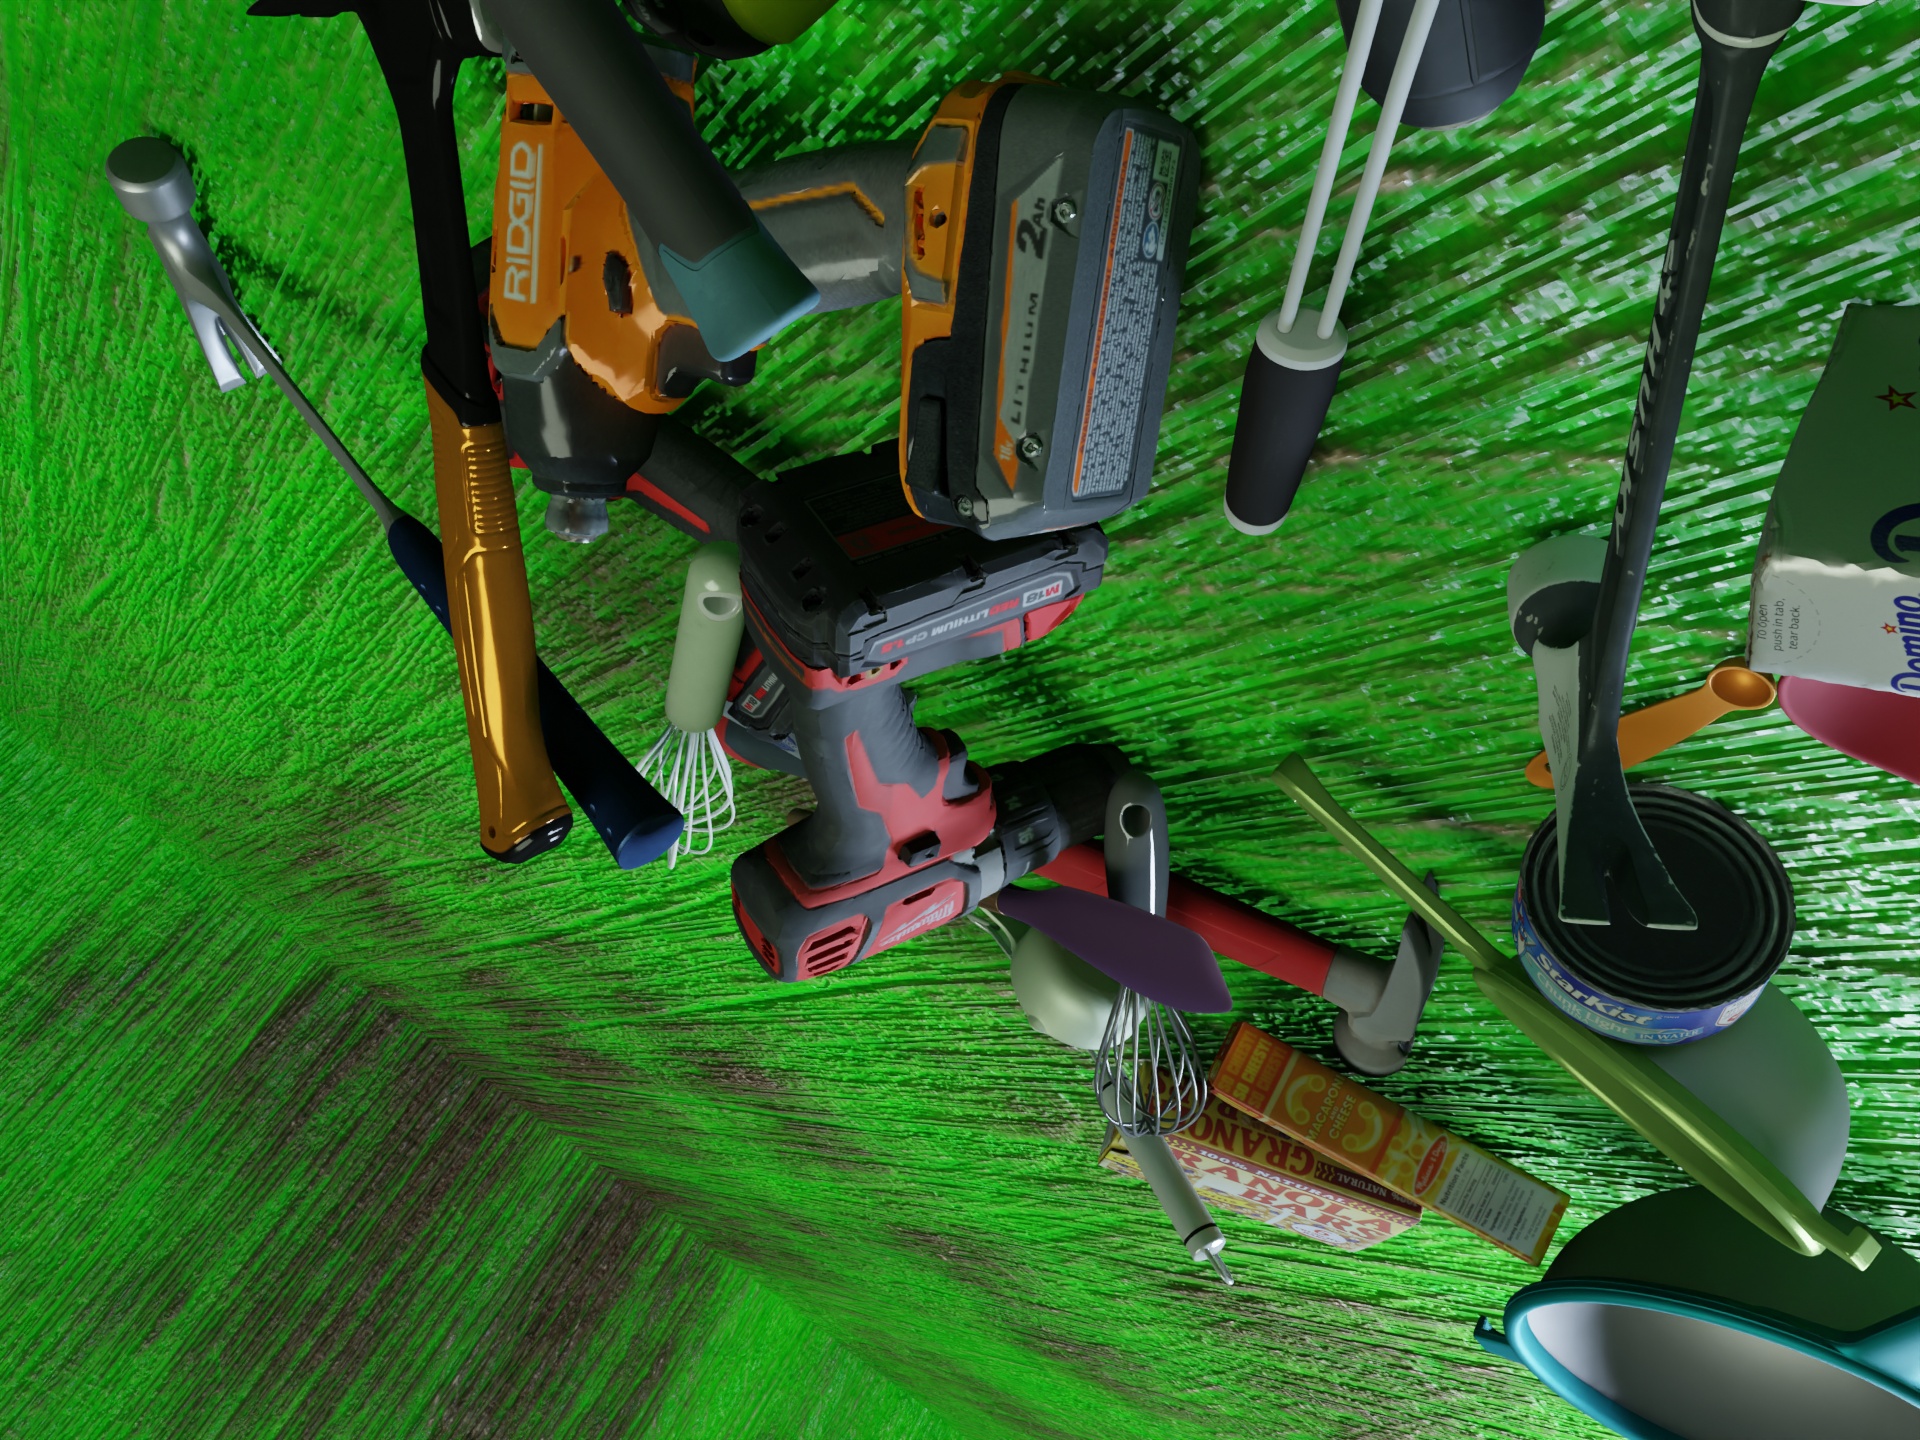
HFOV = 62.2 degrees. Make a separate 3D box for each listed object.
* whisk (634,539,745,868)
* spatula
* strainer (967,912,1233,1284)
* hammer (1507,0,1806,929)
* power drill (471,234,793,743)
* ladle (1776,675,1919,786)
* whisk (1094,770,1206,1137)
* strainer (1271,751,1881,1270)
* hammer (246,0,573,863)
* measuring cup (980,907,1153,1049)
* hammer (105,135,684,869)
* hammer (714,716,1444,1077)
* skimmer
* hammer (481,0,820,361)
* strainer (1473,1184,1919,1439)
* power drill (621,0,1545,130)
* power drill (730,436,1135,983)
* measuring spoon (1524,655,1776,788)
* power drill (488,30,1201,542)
[{"bbox_3d":[-0.115,-0.002,0.682,0.057,0.059,0.246,5,150,-13],"label":"whisk"},{"bbox_3d":[0.007,0.081,0.757,0.316,0.018,0.059,15,137,50],"label":"spatula"},{"bbox_3d":[0.079,0.187,0.851,0.259,0.050,0.086,58,-175,38],"label":"strainer"},{"bbox_3d":[0.148,-0.123,0.310,0.036,0.149,0.408,1,136,13],"label":"hammer"},{"bbox_3d":[-0.131,-0.096,0.684,0.219,0.078,0.143,40,152,-6],"label":"power drill"},{"bbox_3d":[0.352,0.068,0.484,0.315,0.031,0.069,42,154,-19],"label":"ladle"},{"bbox_3d":[0.086,0.115,0.731,0.055,0.055,0.238,18,136,28],"label":"whisk"},{"bbox_3d":[0.234,0.086,0.603,0.256,0.069,0.151,43,-179,11],"label":"strainer"},{"bbox_3d":[-0.192,-0.104,0.603,0.127,0.034,0.336,13,116,34],"label":"hammer"},{"bbox_3d":[0.036,0.098,0.836,0.168,0.083,0.038,44,137,12],"label":"measuring cup"},{"bbox_3d":[-0.259,-0.091,0.731,0.406,0.035,0.144,48,159,17],"label":"hammer"},{"bbox_3d":[0.041,0.054,0.777,0.386,0.038,0.143,22,149,21],"label":"hammer"},{"bbox_3d":[0.075,-0.089,0.352,0.127,0.090,0.363,18,168,9],"label":"skimmer"},{"bbox_3d":[-0.137,-0.229,0.376,0.331,0.033,0.128,56,174,-5],"label":"hammer"},{"bbox_3d":[0.369,0.239,0.668,0.211,0.095,0.340,24,149,10],"label":"strainer"},{"bbox_3d":[0.013,-0.213,0.342,0.229,0.080,0.190,10,145,33],"label":"power drill"},{"bbox_3d":[-0.001,-0.002,0.626,0.080,0.188,0.226,52,151,36],"label":"power drill"},{"bbox_3d":[0.227,0.002,0.531,0.021,0.011,0.117,35,156,-3],"label":"measuring spoon"},{"bbox_3d":[-0.053,-0.120,0.485,0.227,0.084,0.164,17,108,28],"label":"power drill"}]
